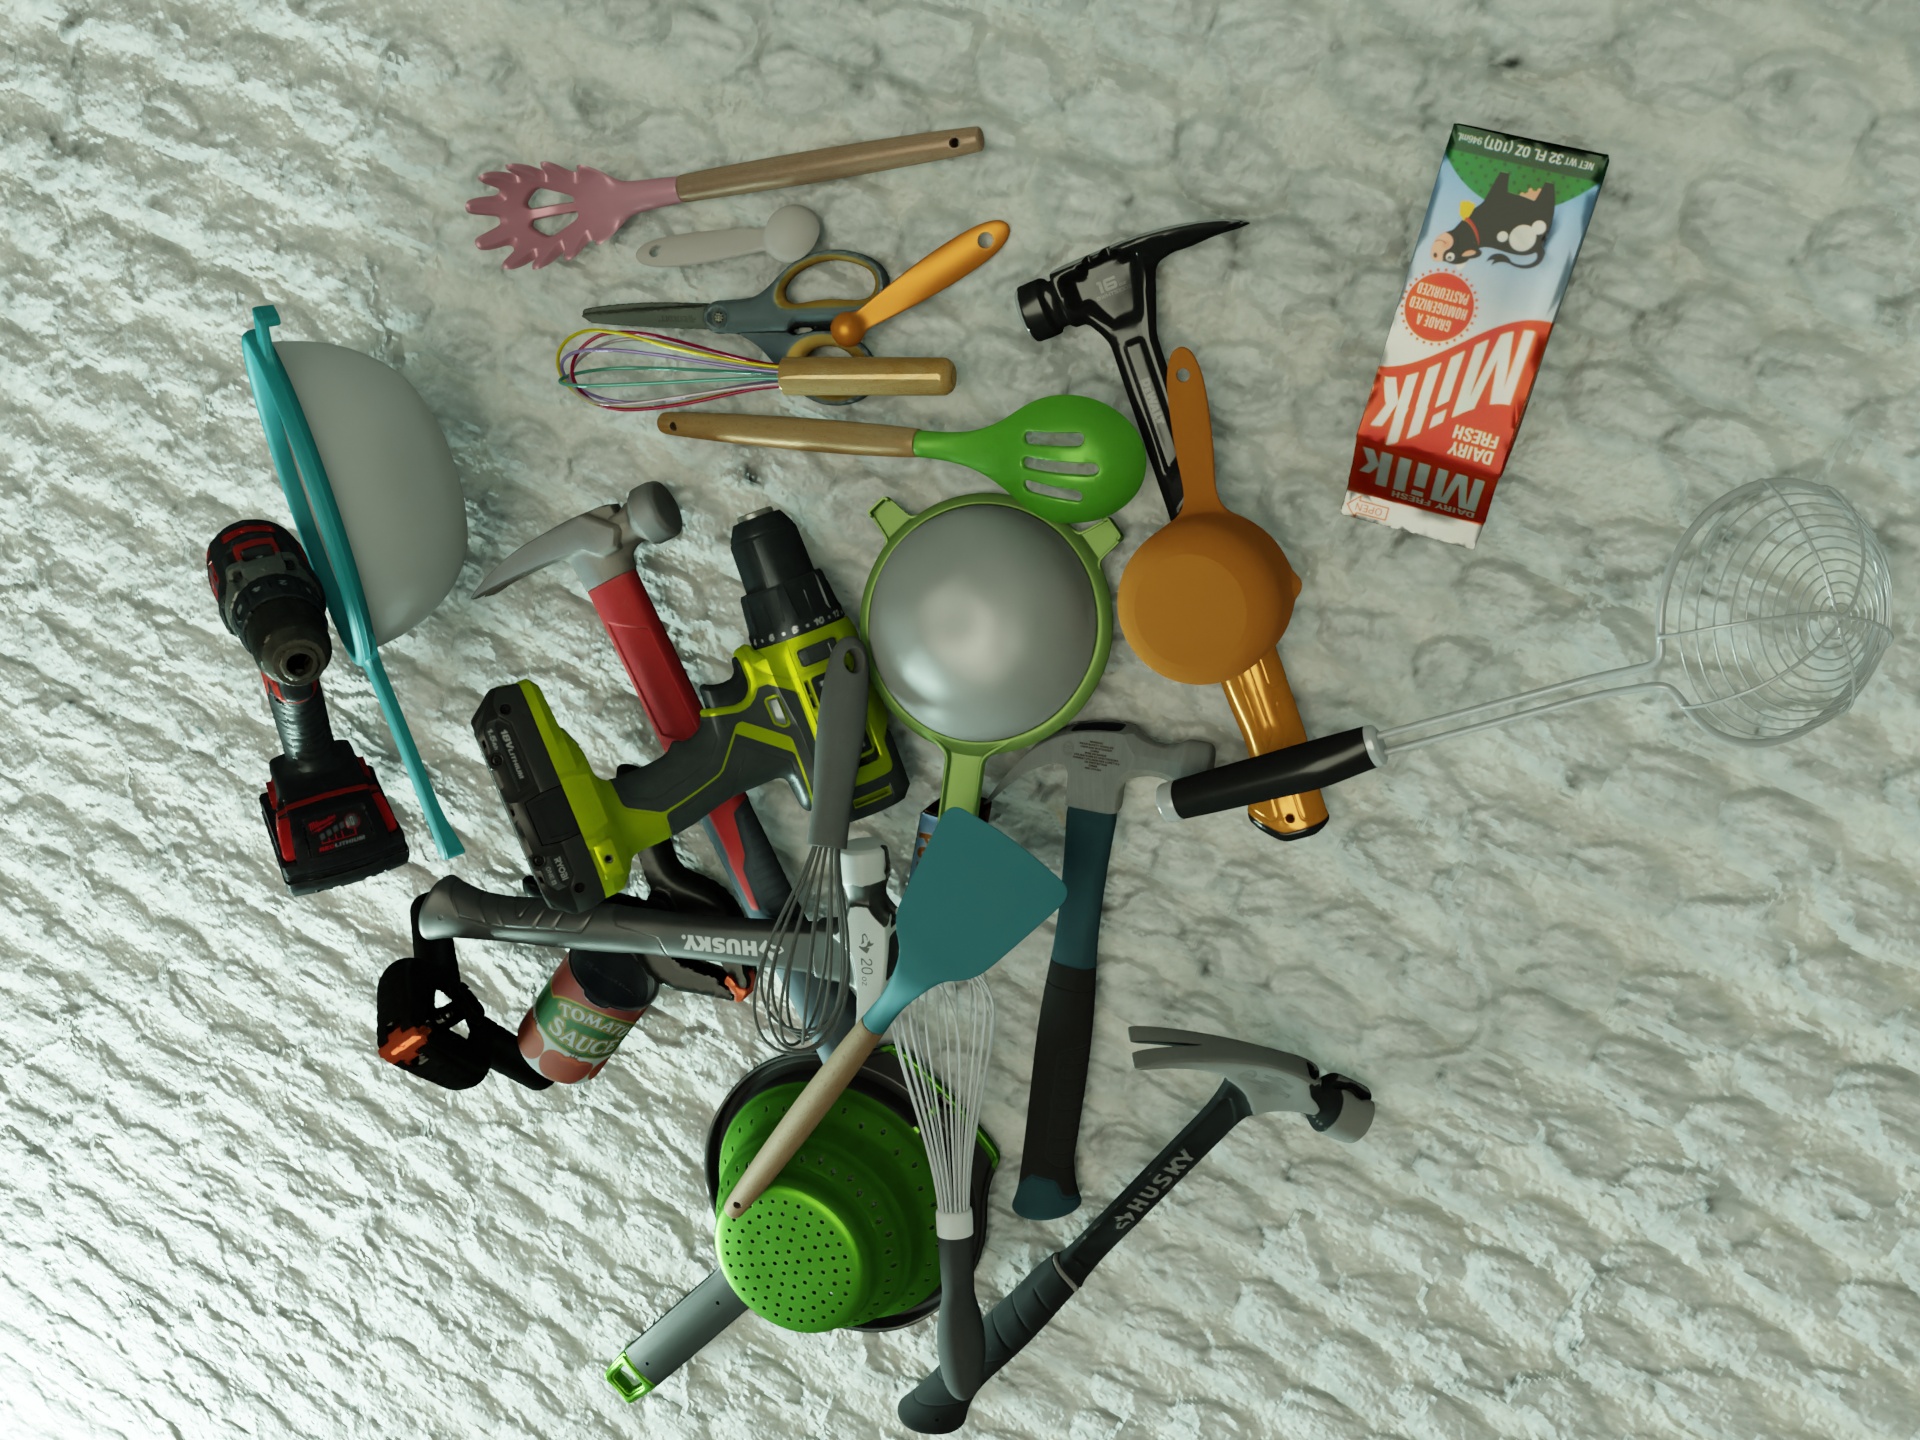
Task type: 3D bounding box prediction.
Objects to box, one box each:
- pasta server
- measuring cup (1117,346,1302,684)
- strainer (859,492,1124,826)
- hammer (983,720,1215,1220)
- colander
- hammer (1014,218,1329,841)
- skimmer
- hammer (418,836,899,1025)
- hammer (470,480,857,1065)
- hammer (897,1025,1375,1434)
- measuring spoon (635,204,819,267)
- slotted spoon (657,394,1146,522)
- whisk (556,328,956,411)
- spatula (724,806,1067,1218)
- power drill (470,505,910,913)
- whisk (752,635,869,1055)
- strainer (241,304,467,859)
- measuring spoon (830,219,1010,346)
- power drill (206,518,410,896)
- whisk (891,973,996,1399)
[{"bbox_3d":[-0.139,-0.306,0.907,0.316,0.040,0.060,-2,113,21],"label":"pasta server"},{"bbox_3d":[0.119,-0.102,0.817,0.095,0.052,0.173,-3,106,24],"label":"measuring cup"},{"bbox_3d":[-0.001,-0.003,0.888,0.151,0.069,0.256,8,92,16],"label":"strainer"},{"bbox_3d":[0.068,0.158,0.961,0.128,0.033,0.331,11,109,17],"label":"hammer"},{"bbox_3d":[-0.144,0.380,1.074,0.204,0.094,0.397,46,116,4],"label":"colander"},{"bbox_3d":[0.141,-0.095,0.859,0.127,0.034,0.337,-16,99,26],"label":"hammer"},{"bbox_3d":[0.274,-0.014,0.810,0.363,0.090,0.127,-18,106,29],"label":"skimmer"},{"bbox_3d":[-0.195,0.138,0.998,0.335,0.035,0.146,2,104,19],"label":"hammer"},{"bbox_3d":[-0.167,0.053,1.007,0.143,0.038,0.386,-24,95,16],"label":"hammer"},{"bbox_3d":[0.072,0.331,0.987,0.149,0.036,0.408,25,121,-18],"label":"hammer"},{"bbox_3d":[-0.139,-0.279,0.920,0.124,0.018,0.034,0,76,24],"label":"measuring spoon"},{"bbox_3d":[-0.046,-0.157,0.901,0.314,0.031,0.070,10,115,27],"label":"slotted spoon"},{"bbox_3d":[-0.122,-0.200,0.910,0.245,0.051,0.047,4,103,15],"label":"whisk"},{"bbox_3d":[-0.058,0.189,0.930,0.082,0.044,0.317,36,117,0],"label":"spatula"},{"bbox_3d":[-0.160,-0.005,0.927,0.228,0.080,0.190,-23,98,-17],"label":"power drill"},{"bbox_3d":[-0.079,0.069,0.899,0.055,0.055,0.239,5,83,20],"label":"whisk"},{"bbox_3d":[-0.343,-0.086,0.992,0.211,0.095,0.340,-12,98,67],"label":"strainer"},{"bbox_3d":[-0.023,-0.242,0.882,0.117,0.011,0.021,-29,106,15],"label":"measuring spoon"},{"bbox_3d":[-0.419,-0.001,1.017,0.188,0.080,0.226,40,140,50],"label":"power drill"},{"bbox_3d":[-0.005,0.276,0.978,0.070,0.070,0.284,-3,90,22],"label":"whisk"}]
